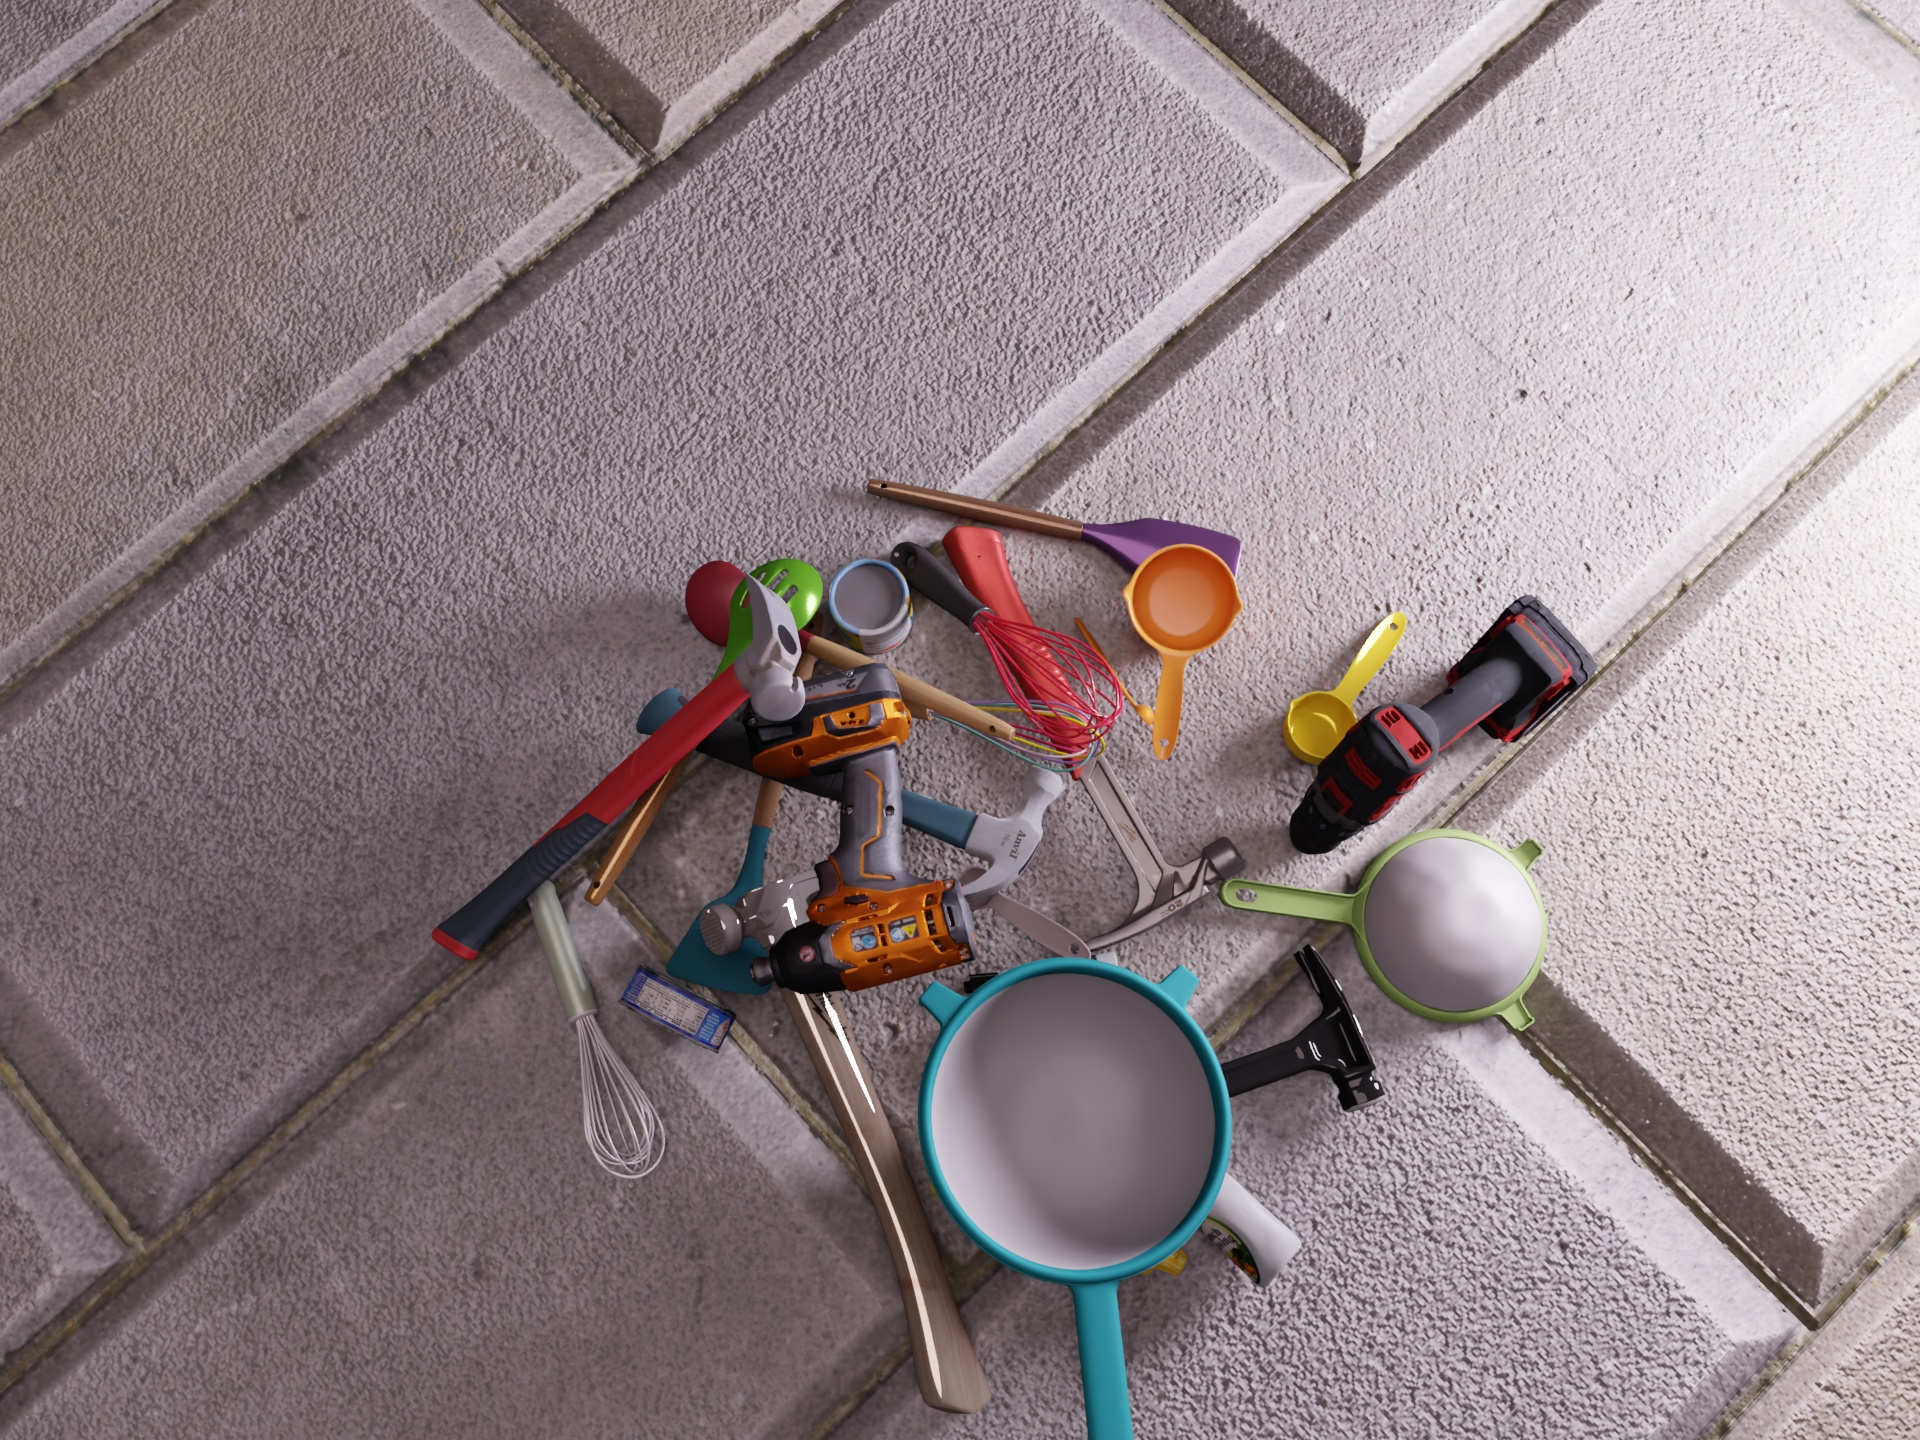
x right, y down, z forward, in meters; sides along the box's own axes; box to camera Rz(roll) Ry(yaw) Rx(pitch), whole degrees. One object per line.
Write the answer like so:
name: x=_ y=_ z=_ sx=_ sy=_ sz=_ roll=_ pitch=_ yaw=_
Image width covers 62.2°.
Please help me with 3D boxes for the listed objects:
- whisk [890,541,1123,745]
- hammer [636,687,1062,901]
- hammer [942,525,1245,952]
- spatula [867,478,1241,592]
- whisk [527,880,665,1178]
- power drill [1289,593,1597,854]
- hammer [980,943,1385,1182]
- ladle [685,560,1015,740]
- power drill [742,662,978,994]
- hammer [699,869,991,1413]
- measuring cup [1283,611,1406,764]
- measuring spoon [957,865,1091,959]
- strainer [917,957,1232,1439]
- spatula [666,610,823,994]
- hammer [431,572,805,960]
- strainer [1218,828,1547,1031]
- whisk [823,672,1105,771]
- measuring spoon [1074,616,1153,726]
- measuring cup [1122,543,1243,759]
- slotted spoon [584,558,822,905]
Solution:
whisk: x=0.028 y=-0.068 z=1.228 sx=0.073 sy=0.073 sz=0.296 roll=-41 pitch=47 yaw=-7
hammer: x=-0.096 y=0.046 z=1.241 sx=0.331 sy=0.033 sz=0.128 roll=20 pitch=73 yaw=9
hammer: x=0.074 y=0.002 z=1.274 sx=0.149 sy=0.036 sz=0.359 roll=-30 pitch=76 yaw=2
spatula: x=0.076 y=-0.161 z=1.325 sx=0.316 sy=0.018 sz=0.060 roll=13 pitch=78 yaw=4
whisk: x=-0.289 y=0.236 z=1.233 sx=0.059 sy=0.057 sz=0.246 roll=-12 pitch=70 yaw=-36
power drill: x=0.355 y=0.015 z=1.215 sx=0.226 sy=0.187 sz=0.080 roll=-30 pitch=72 yaw=-24
hammer: x=0.143 y=0.274 z=1.170 sx=0.337 sy=0.034 sz=0.127 roll=-16 pitch=72 yaw=-16
ladle: x=-0.096 y=-0.049 z=1.258 sx=0.315 sy=0.031 sz=0.069 roll=24 pitch=110 yaw=20
power drill: x=-0.092 y=0.086 z=1.168 sx=0.164 sy=0.084 sz=0.227 roll=-15 pitch=74 yaw=-1
hammer: x=-0.060 y=0.311 z=1.193 sx=0.146 sy=0.038 sz=0.411 roll=-17 pitch=82 yaw=-38
measuring cup: x=0.315 y=-0.027 z=1.288 sx=0.062 sy=0.029 sz=0.156 roll=36 pitch=69 yaw=9
measuring spoon: x=0.051 y=0.153 z=1.240 sx=0.124 sy=0.018 sz=0.034 roll=30 pitch=97 yaw=22
strainer: x=0.077 y=0.335 z=1.066 sx=0.211 sy=0.095 sz=0.341 roll=-2 pitch=71 yaw=-9
spatula: x=-0.153 y=0.059 z=1.267 sx=0.082 sy=0.044 sz=0.318 roll=11 pitch=76 yaw=7
hammer: x=-0.267 y=0.049 z=1.205 sx=0.386 sy=0.038 sz=0.143 roll=-40 pitch=38 yaw=19
strainer: x=0.329 y=0.146 z=1.218 sx=0.256 sy=0.069 sz=0.151 roll=8 pitch=77 yaw=2
whisk: x=-0.002 y=-0.002 z=1.255 sx=0.245 sy=0.047 sz=0.051 roll=12 pitch=86 yaw=22
measuring spoon: x=0.124 y=-0.042 z=1.282 sx=0.011 sy=0.021 sz=0.117 roll=-36 pitch=61 yaw=9
measuring cup: x=0.174 y=-0.056 z=1.286 sx=0.095 sy=0.052 sz=0.173 roll=7 pitch=98 yaw=7
slotted spoon: x=-0.203 y=0.004 z=1.229 sx=0.070 sy=0.031 sz=0.314 roll=26 pitch=79 yaw=20
